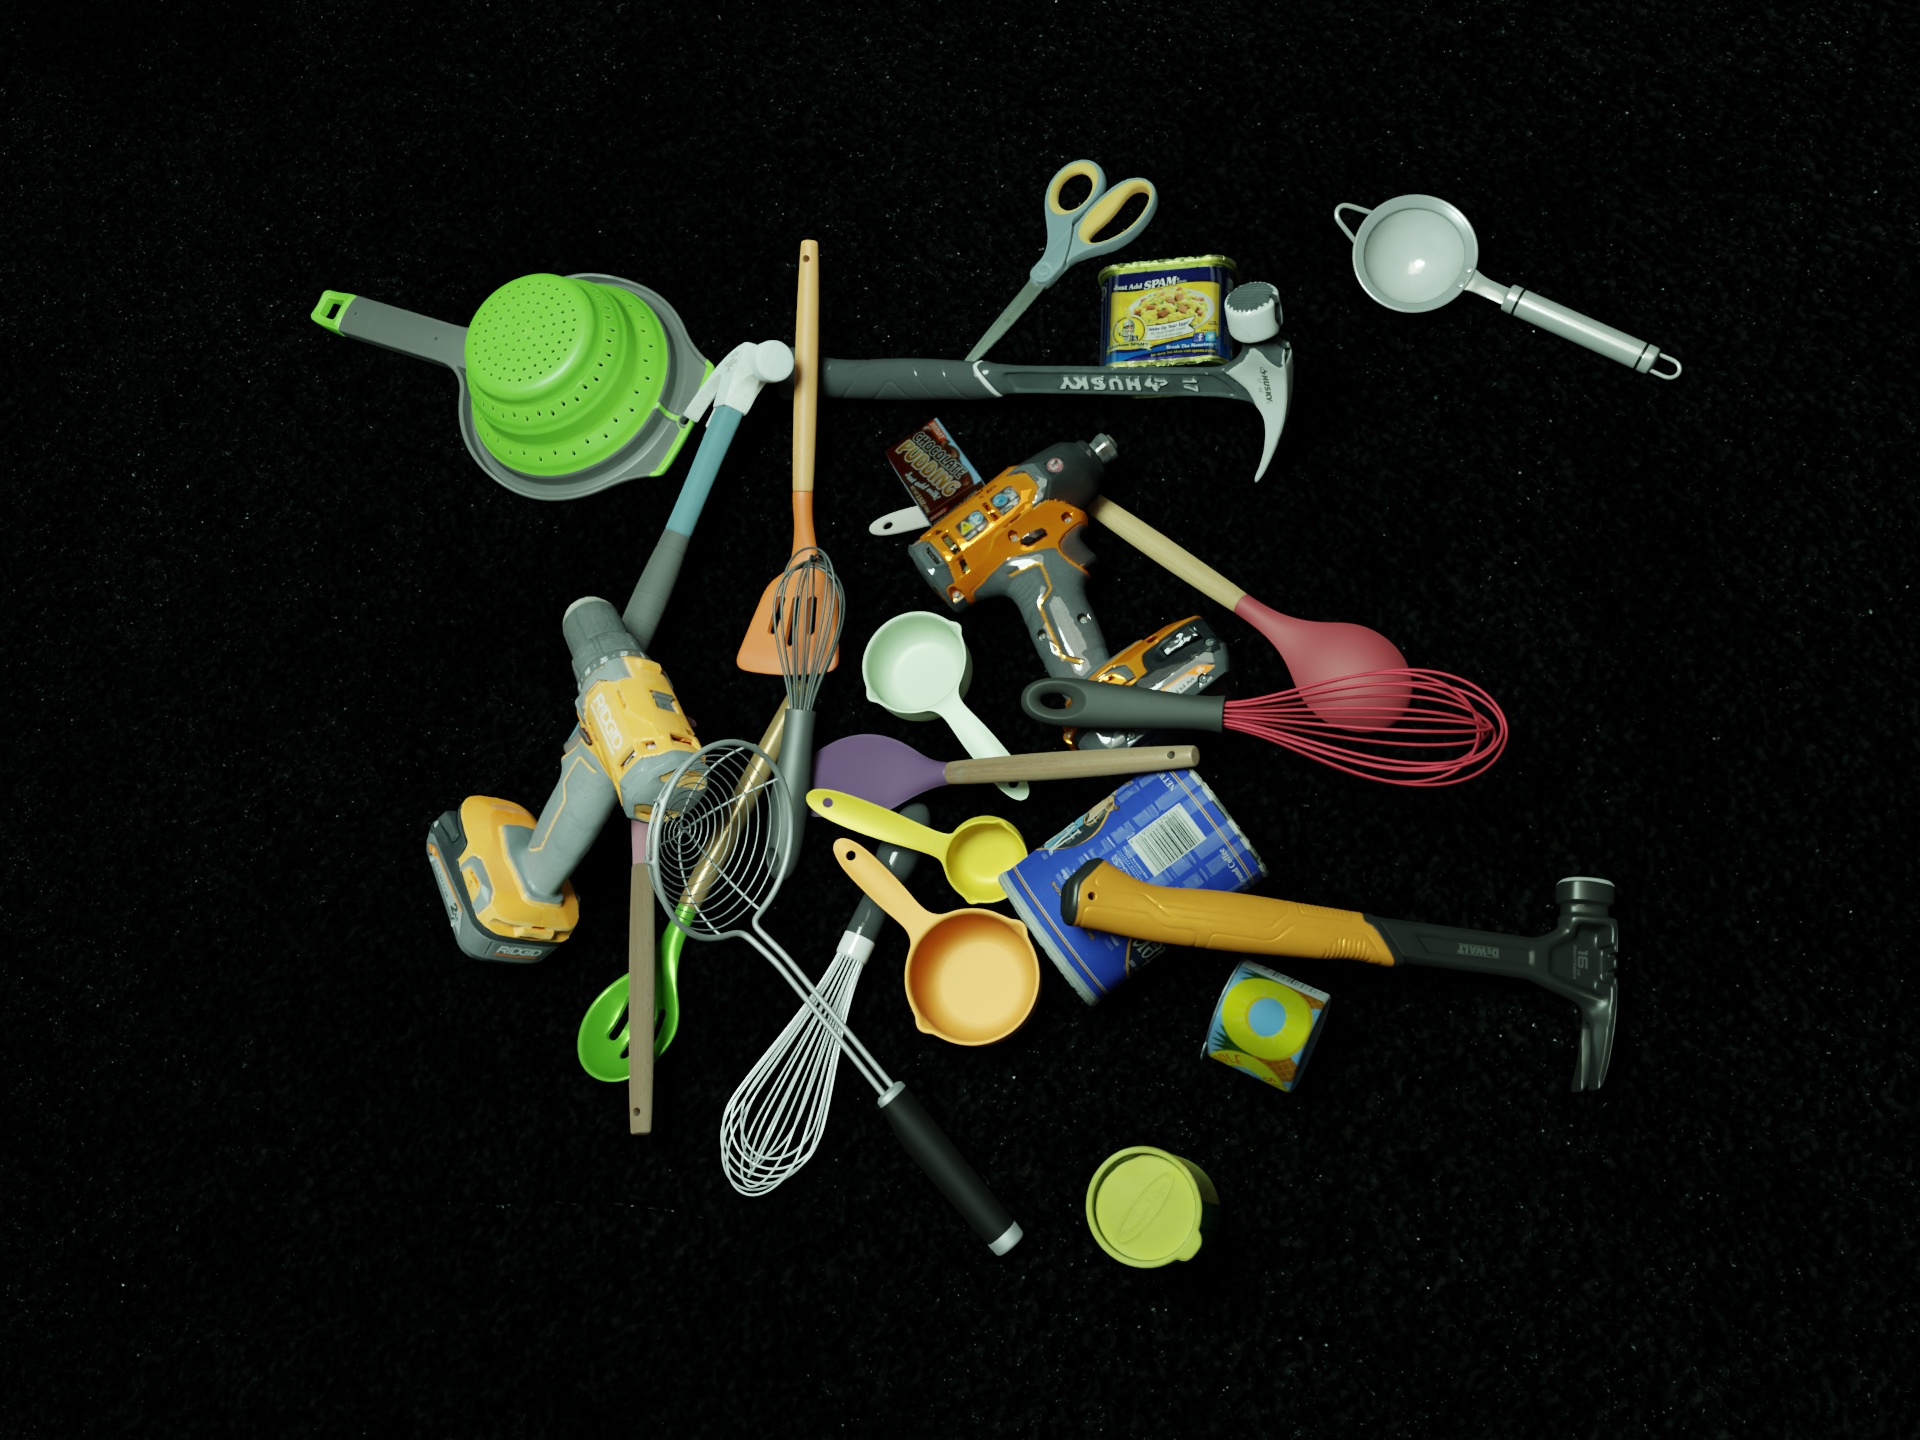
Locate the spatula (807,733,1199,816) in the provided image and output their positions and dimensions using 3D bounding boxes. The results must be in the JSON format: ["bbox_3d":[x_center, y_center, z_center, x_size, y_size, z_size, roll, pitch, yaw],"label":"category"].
[{"bbox_3d":[0.014,0.031,1.060,0.316,0.018,0.060,-5,72,35],"label":"spatula"}]

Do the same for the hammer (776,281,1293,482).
[{"bbox_3d":[0.042,-0.244,1.153,0.409,0.149,0.036,7,53,27],"label":"hammer"}]

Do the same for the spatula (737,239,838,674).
[{"bbox_3d":[-0.119,-0.195,1.183,0.081,0.041,0.322,2,93,16],"label":"spatula"}]

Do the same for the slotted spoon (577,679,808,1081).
[{"bbox_3d":[-0.180,0.111,1.134,0.070,0.031,0.314,20,77,24],"label":"slotted spoon"}]

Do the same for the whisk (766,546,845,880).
[{"bbox_3d":[-0.117,-0.005,1.132,0.055,0.055,0.239,5,85,17],"label":"whisk"}]

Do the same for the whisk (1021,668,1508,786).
[{"bbox_3d":[0.182,-0.003,0.981,0.296,0.073,0.073,4,73,15],"label":"whisk"}]

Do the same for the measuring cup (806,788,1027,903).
[{"bbox_3d":[-0.029,0.075,1.075,0.156,0.029,0.062,20,101,2],"label":"measuring cup"}]

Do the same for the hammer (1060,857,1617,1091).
[{"bbox_3d":[0.225,0.136,0.947,0.337,0.034,0.127,9,74,-4],"label":"hammer"}]

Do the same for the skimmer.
[{"bbox_3d":[-0.068,0.177,1.000,0.363,0.127,0.090,50,132,5],"label":"skimmer"}]

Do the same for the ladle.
[{"bbox_3d":[0.175,-0.096,1.105,0.316,0.031,0.069,38,88,25],"label":"ladle"}]

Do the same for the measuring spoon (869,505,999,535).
[{"bbox_3d":[-0.009,-0.152,1.183,0.124,0.018,0.034,-10,56,19],"label":"measuring spoon"}]

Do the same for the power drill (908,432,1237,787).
[{"bbox_3d":[0.089,-0.086,1.088,0.164,0.084,0.227,-39,68,2],"label":"power drill"}]

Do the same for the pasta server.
[{"bbox_3d":[-0.218,0.130,1.113,0.060,0.040,0.316,-14,64,19],"label":"pasta server"}]

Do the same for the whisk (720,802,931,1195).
[{"bbox_3d":[-0.083,0.183,1.069,0.070,0.070,0.285,19,74,20],"label":"whisk"}]

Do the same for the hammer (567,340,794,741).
[{"bbox_3d":[-0.217,-0.128,1.193,0.128,0.033,0.331,15,82,63],"label":"hammer"}]

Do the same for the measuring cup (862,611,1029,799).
[{"bbox_3d":[-0.002,-0.004,1.117,0.083,0.038,0.168,-39,68,0],"label":"measuring cup"}]

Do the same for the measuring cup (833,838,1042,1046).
[{"bbox_3d":[-0.019,0.143,1.056,0.095,0.052,0.174,-45,72,-5],"label":"measuring cup"}]

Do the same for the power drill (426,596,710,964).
[{"bbox_3d":[-0.281,0.039,1.116,0.226,0.084,0.186,-46,54,21],"label":"power drill"}]

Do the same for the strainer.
[{"bbox_3d":[0.377,-0.294,1.107,0.258,0.050,0.087,30,88,17],"label":"strainer"}]

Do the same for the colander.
[{"bbox_3d":[-0.397,-0.312,1.297,0.397,0.094,0.204,20,78,20],"label":"colander"}]
